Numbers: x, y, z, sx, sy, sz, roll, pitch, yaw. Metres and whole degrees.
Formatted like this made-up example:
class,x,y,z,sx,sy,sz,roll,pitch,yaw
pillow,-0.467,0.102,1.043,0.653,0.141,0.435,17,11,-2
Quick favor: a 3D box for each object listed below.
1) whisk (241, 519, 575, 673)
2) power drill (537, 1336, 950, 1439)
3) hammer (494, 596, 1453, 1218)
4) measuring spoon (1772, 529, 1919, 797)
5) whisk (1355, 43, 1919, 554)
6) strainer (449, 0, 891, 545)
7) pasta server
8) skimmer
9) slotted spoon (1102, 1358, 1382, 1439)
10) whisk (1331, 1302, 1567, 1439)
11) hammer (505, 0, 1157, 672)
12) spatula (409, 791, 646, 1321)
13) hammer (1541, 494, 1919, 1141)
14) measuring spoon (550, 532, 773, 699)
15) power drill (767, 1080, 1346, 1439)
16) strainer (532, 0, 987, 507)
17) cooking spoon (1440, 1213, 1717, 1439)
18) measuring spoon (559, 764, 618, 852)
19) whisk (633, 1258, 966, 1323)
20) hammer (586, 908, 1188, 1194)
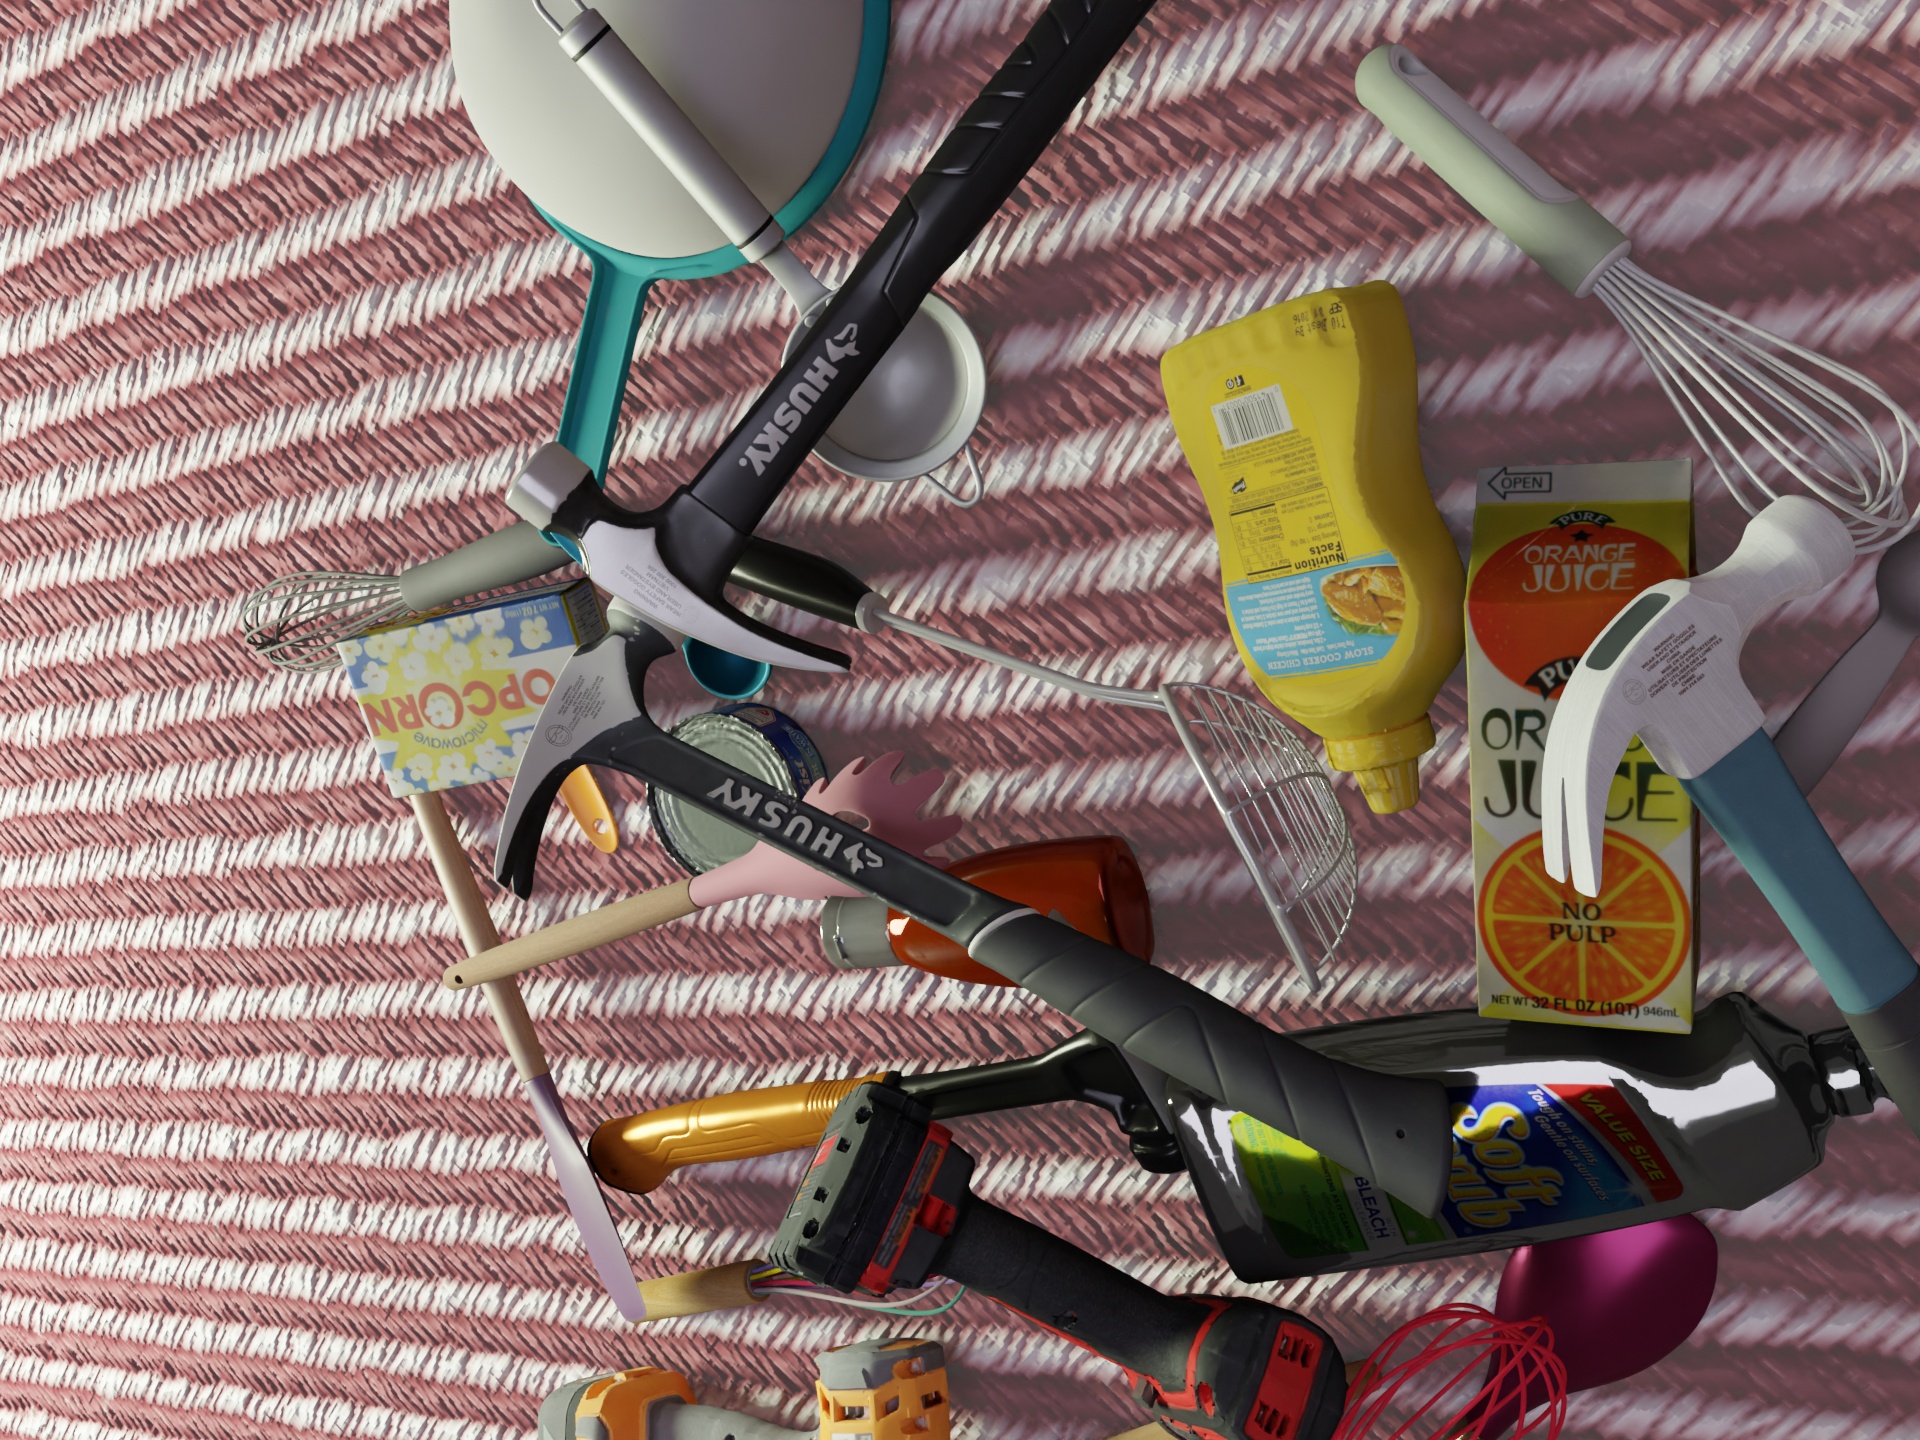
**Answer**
class,x,y,z,sx,sy,sz,roll,pitch,yaw
whisk,-0.278,-0.070,0.814,0.239,0.055,0.055,-14,95,24
power drill,-0.100,0.409,0.788,0.226,0.084,0.185,-14,72,27
hammer,-0.003,0.078,0.619,0.409,0.036,0.149,25,74,19
measuring spoon,0.308,-0.010,0.549,0.034,0.018,0.124,33,115,16
whisk,0.226,-0.149,0.543,0.246,0.058,0.059,48,143,14
strainer,-0.158,-0.236,0.675,0.211,0.095,0.340,22,106,20
pasta server,-0.137,0.085,0.749,0.316,0.040,0.060,-21,93,32
skimmer,-0.001,-0.002,0.662,0.363,0.127,0.090,22,76,26
slotted spoon,0.061,0.355,0.751,0.313,0.031,0.070,-32,71,26
whisk,0.155,0.333,0.673,0.073,0.073,0.295,40,125,13
hammer,-0.018,-0.170,0.609,0.146,0.035,0.335,38,97,-8
spatula,-0.232,0.164,0.834,0.059,0.018,0.316,-39,73,54
hammer,0.307,0.096,0.518,0.128,0.033,0.331,-38,100,2
measuring spoon,-0.139,-0.060,0.742,0.128,0.021,0.042,39,120,-5
power drill,0.037,0.235,0.659,0.219,0.143,0.079,26,69,-1
strainer,-0.073,-0.188,0.638,0.087,0.050,0.258,-34,118,18
cooking spoon,0.207,0.316,0.674,0.069,0.017,0.318,36,114,17
measuring spoon,-0.203,0.015,0.815,0.021,0.011,0.117,-25,93,19
whisk,-0.084,0.281,0.800,0.245,0.047,0.051,-23,78,33
hammer,-0.058,0.177,0.745,0.337,0.034,0.127,-19,114,33
